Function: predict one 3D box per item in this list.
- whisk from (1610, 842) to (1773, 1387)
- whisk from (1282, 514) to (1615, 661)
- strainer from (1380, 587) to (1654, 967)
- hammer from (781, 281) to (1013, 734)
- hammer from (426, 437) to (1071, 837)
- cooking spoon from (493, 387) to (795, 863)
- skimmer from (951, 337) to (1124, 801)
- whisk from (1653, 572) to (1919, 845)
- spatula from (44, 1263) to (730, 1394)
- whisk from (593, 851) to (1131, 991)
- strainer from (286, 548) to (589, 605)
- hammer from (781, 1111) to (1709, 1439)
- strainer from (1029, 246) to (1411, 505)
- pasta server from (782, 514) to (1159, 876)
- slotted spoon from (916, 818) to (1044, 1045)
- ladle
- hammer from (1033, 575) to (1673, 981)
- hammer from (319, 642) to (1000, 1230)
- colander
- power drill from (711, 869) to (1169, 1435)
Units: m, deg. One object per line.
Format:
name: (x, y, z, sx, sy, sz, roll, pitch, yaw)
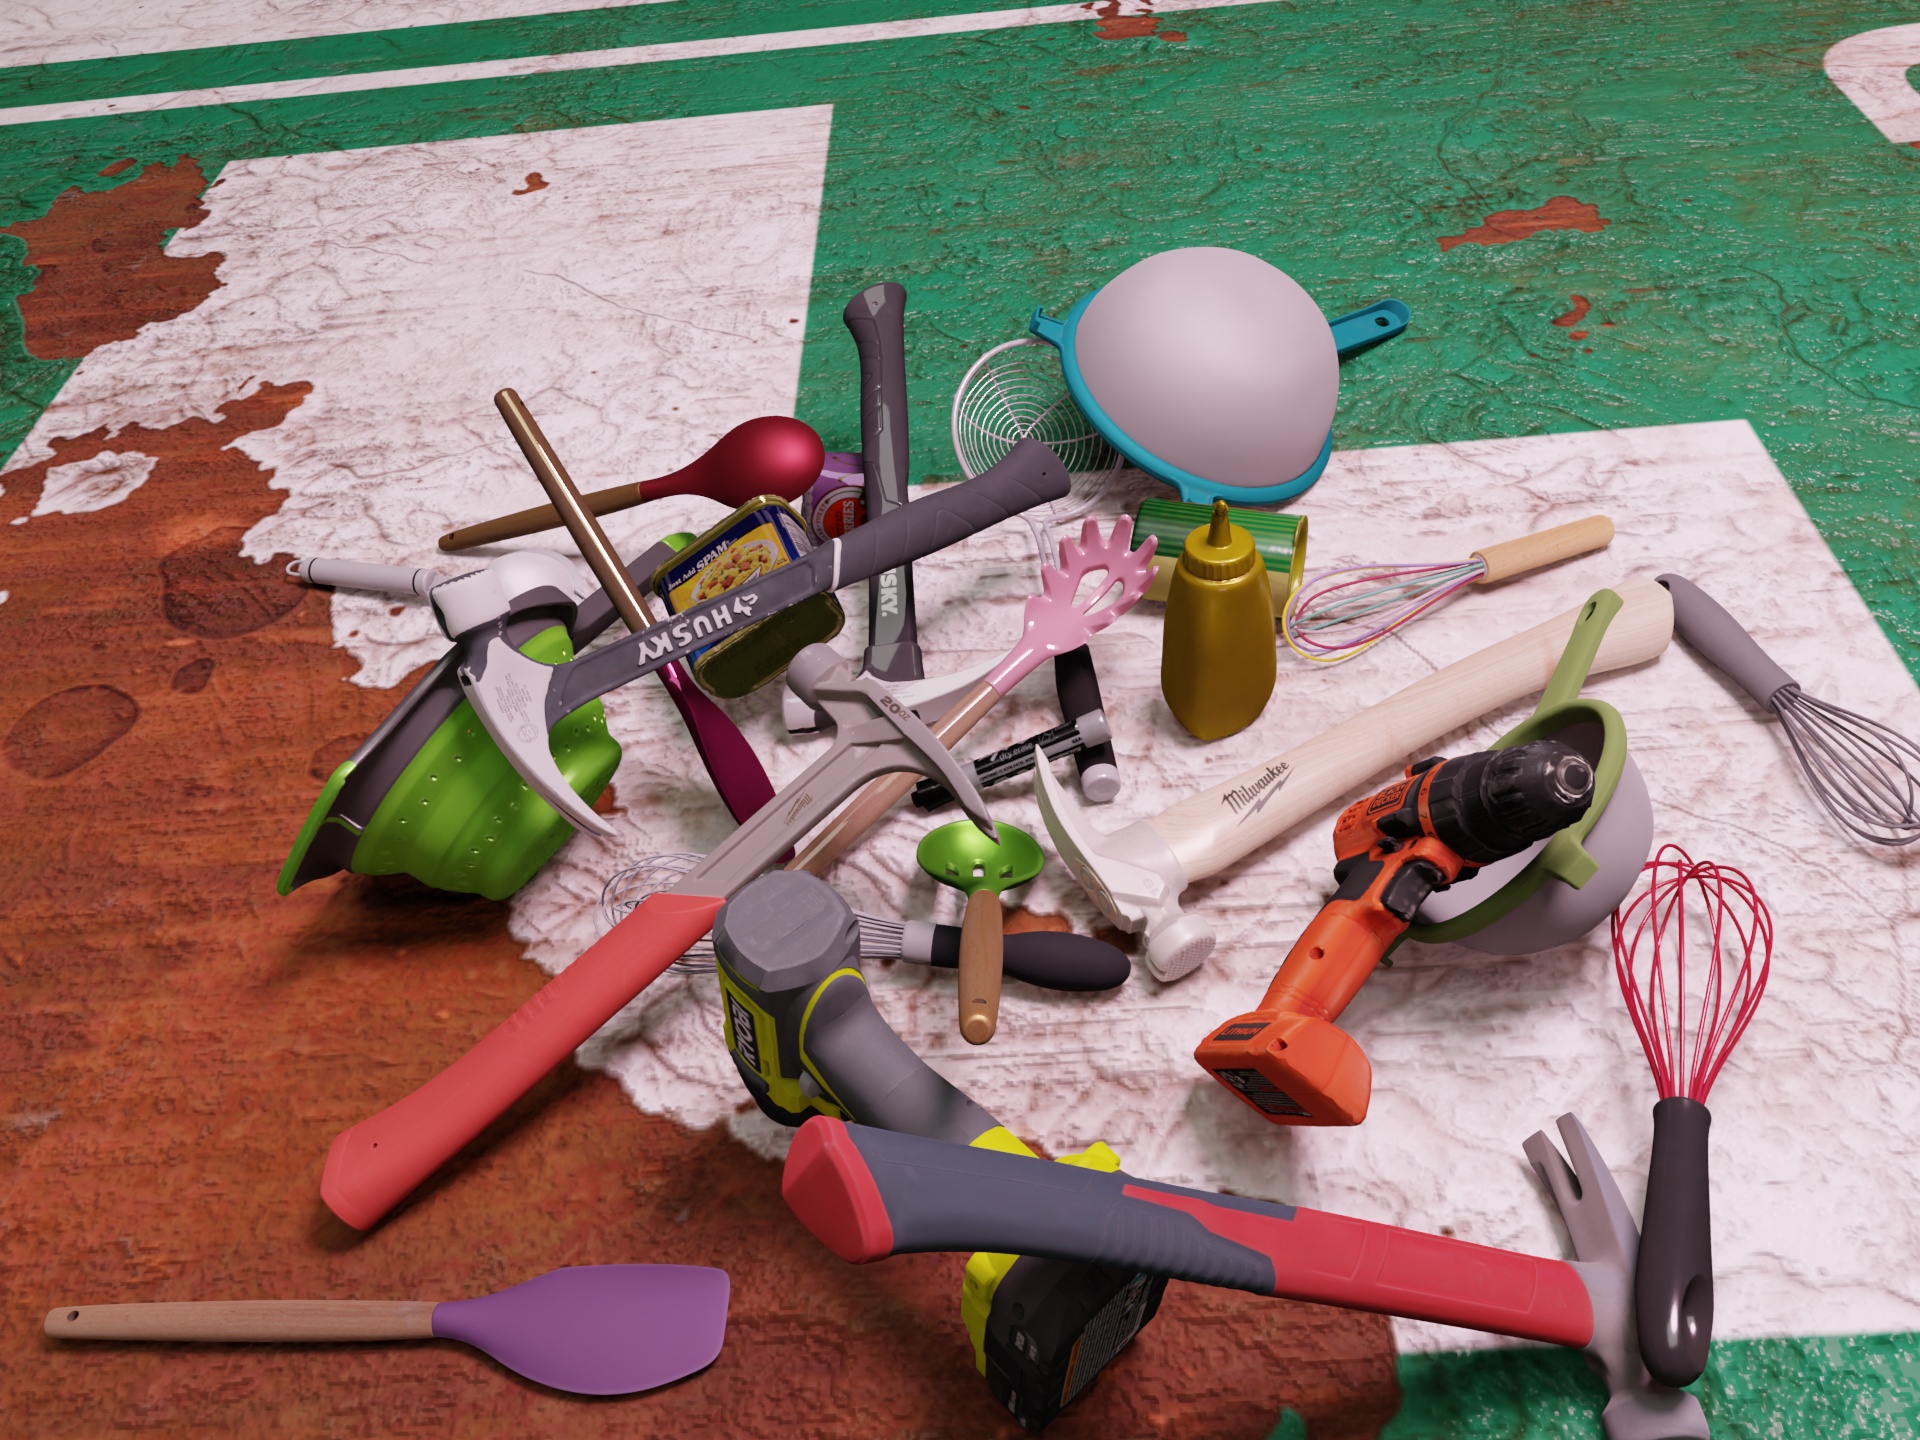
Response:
whisk: (0.321, 0.160, 0.705, 0.073, 0.073, 0.296, 11, 41, 18)
whisk: (0.309, -0.087, 1.003, 0.245, 0.051, 0.047, -17, 65, -16)
strainer: (0.317, 0.031, 0.821, 0.069, 0.151, 0.256, 40, 56, -4)
hammer: (-0.042, -0.148, 1.033, 0.146, 0.035, 0.335, -6, 64, 6)
hammer: (-0.085, -0.076, 0.895, 0.409, 0.149, 0.036, -29, 14, -35)
cooking spoon: (-0.182, -0.055, 0.908, 0.017, 0.068, 0.319, -33, 85, 14)
skimmer: (0.068, -0.109, 1.014, 0.127, 0.090, 0.364, 6, 43, -14)
whisk: (0.465, -0.016, 0.900, 0.055, 0.055, 0.239, -15, 41, -7)
spatula: (-0.262, 0.273, 0.718, 0.316, 0.018, 0.060, -1, 45, 5)
whisk: (-0.053, 0.111, 0.832, 0.284, 0.070, 0.070, 6, 45, 6)
strainer: (-0.364, -0.095, 1.099, 0.258, 0.050, 0.087, 7, 60, 19)
hammer: (0.116, 0.184, 0.598, 0.386, 0.038, 0.143, 18, 41, -24)
strainer: (0.229, -0.279, 1.127, 0.340, 0.095, 0.211, -25, 69, -33)
pasta server: (-0.001, -0.003, 0.913, 0.060, 0.040, 0.316, 41, 72, 18)
slotted spoon: (0.008, 0.094, 0.749, 0.070, 0.031, 0.314, 3, 8, 1)
ladle: (-0.235, -0.151, 1.085, 0.315, 0.031, 0.069, -10, 68, 25)
hammer: (0.239, -0.001, 0.907, 0.410, 0.038, 0.146, -25, 57, -19)
hammer: (-0.154, 0.119, 0.775, 0.359, 0.036, 0.149, -42, 59, -9)
colander: (-0.229, -0.007, 0.948, 0.094, 0.204, 0.397, 38, 35, -3)
power drill: (-0.018, 0.184, 0.683, 0.080, 0.171, 0.223, -35, 59, -27)
